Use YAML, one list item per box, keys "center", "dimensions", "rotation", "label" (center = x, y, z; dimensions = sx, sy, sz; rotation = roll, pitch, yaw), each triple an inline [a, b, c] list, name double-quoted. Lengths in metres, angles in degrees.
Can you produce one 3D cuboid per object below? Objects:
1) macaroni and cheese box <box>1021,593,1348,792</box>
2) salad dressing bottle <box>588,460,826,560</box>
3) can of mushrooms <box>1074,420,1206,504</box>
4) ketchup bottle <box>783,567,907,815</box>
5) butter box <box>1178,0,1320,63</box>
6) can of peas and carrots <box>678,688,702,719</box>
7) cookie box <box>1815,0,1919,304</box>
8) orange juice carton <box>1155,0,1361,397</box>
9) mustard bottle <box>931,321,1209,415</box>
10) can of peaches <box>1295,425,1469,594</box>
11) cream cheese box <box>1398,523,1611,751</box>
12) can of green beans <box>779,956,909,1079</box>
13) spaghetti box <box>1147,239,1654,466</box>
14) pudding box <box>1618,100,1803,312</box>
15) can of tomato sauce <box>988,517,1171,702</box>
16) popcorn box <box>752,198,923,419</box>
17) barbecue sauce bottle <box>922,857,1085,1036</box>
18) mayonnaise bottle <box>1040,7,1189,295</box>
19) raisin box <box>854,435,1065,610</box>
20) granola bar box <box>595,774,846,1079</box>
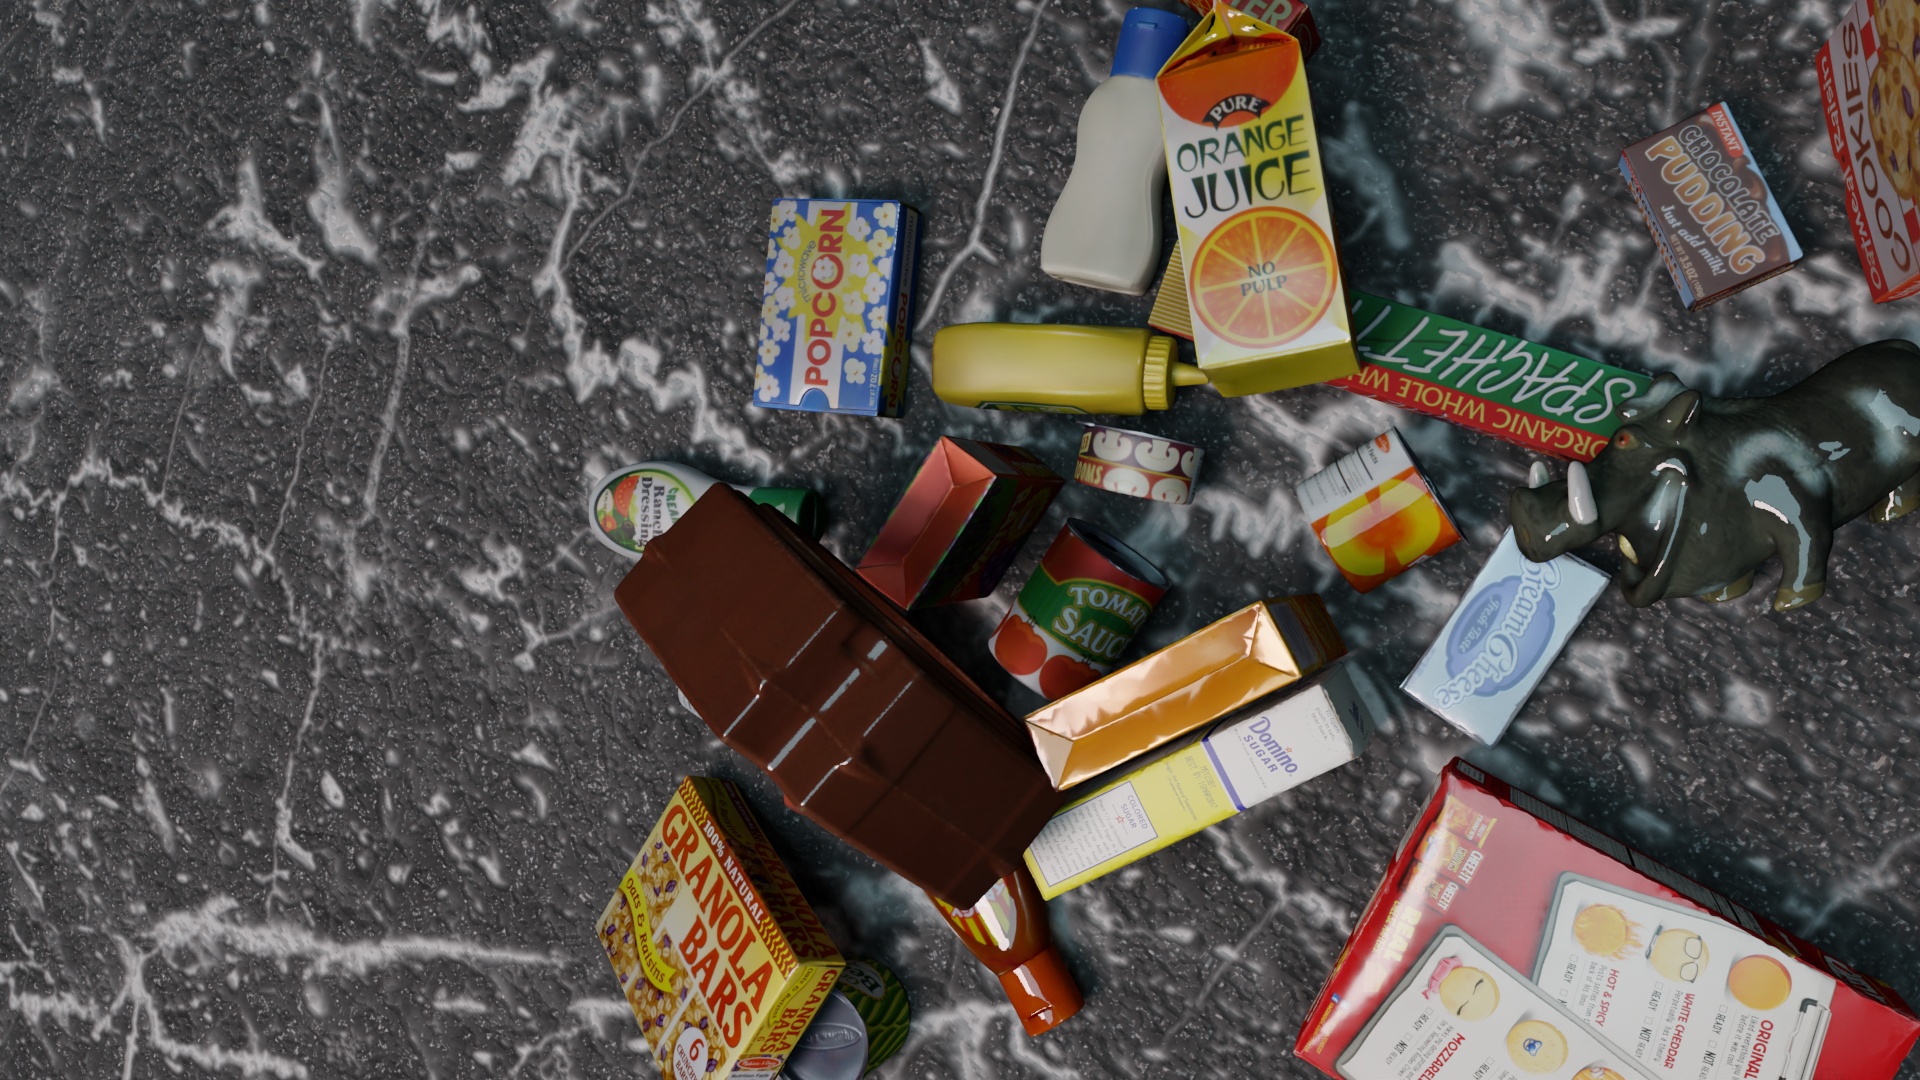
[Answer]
- center: [0.116, 0.069, 0.678]
  dimensions: [0.123, 0.166, 0.040]
  rotation: [-29, 79, 19]
  label: "macaroni and cheese box"
- center: [-0.156, -0.016, 0.856]
  dimensions: [0.147, 0.044, 0.064]
  rotation: [2, 89, 22]
  label: "salad dressing bottle"
- center: [0.093, -0.042, 0.742]
  dimensions: [0.071, 0.071, 0.033]
  rotation: [15, 97, 22]
  label: "can of mushrooms"
- center: [-0.060, 0.091, 0.815]
  dimensions: [0.065, 0.043, 0.148]
  rotation: [13, 94, 18]
  label: "ketchup bottle"
- center: [0.140, -0.290, 0.734]
  dimensions: [0.103, 0.053, 0.024]
  rotation: [41, 102, 17]
  label: "butter box"
- center: [-0.124, 0.085, 0.831]
  dimensions: [0.059, 0.071, 0.071]
  rotation: [31, 101, 20]
  label: "can of peas and carrots"
- center: [0.401, -0.173, 0.566]
  dimensions: [0.040, 0.167, 0.123]
  rotation: [-11, 85, 19]
  label: "cookie box"
- center: [0.146, -0.175, 0.692]
  dimensions: [0.073, 0.072, 0.193]
  rotation: [-10, 80, 18]
  label: "orange juice carton"
- center: [0.066, -0.093, 0.757]
  dimensions: [0.160, 0.065, 0.048]
  rotation: [5, 94, 18]
  label: "mustard bottle"
- center: [0.211, -0.013, 0.696]
  dimensions: [0.058, 0.071, 0.071]
  rotation: [-32, 78, 19]
  label: "can of peaches"
- center: [0.270, 0.047, 0.692]
  dimensions: [0.053, 0.024, 0.103]
  rotation: [34, 102, 18]
  label: "cream cheese box"
- center: [-0.070, 0.282, 0.809]
  dimensions: [0.071, 0.058, 0.071]
  rotation: [0, 90, 22]
  label: "can of green beans"
- center: [0.220, -0.097, 0.713]
  dimensions: [0.250, 0.029, 0.050]
  rotation: [22, 98, 21]
  label: "spaghetti box"
- center: [0.354, -0.157, 0.658]
  dimensions: [0.049, 0.030, 0.084]
  rotation: [-24, 81, 19]
  label: "pudding box"
- center: [0.064, 0.041, 0.752]
  dimensions: [0.071, 0.071, 0.083]
  rotation: [37, 103, 18]
  label: "can of tomato sauce"
- center: [-0.073, -0.138, 0.827]
  dimensions: [0.085, 0.038, 0.126]
  rotation: [7, 92, 21]
  label: "popcorn box"
- center: [0.018, 0.203, 0.783]
  dimensions: [0.064, 0.044, 0.149]
  rotation: [-34, 78, 18]
  label: "barbecue sauce bottle"
- center: [0.090, -0.212, 0.761]
  dimensions: [0.065, 0.041, 0.148]
  rotation: [15, 94, 20]
  label: "mayonnaise bottle"
- center: [0.003, -0.009, 0.748]
  dimensions: [0.040, 0.123, 0.086]
  rotation: [36, 103, 17]
  label: "raisin box"
- center: [-0.144, 0.237, 0.812]
  dimensions: [0.124, 0.039, 0.166]
  rotation: [-58, 43, 12]
  label: "granola bar box"
